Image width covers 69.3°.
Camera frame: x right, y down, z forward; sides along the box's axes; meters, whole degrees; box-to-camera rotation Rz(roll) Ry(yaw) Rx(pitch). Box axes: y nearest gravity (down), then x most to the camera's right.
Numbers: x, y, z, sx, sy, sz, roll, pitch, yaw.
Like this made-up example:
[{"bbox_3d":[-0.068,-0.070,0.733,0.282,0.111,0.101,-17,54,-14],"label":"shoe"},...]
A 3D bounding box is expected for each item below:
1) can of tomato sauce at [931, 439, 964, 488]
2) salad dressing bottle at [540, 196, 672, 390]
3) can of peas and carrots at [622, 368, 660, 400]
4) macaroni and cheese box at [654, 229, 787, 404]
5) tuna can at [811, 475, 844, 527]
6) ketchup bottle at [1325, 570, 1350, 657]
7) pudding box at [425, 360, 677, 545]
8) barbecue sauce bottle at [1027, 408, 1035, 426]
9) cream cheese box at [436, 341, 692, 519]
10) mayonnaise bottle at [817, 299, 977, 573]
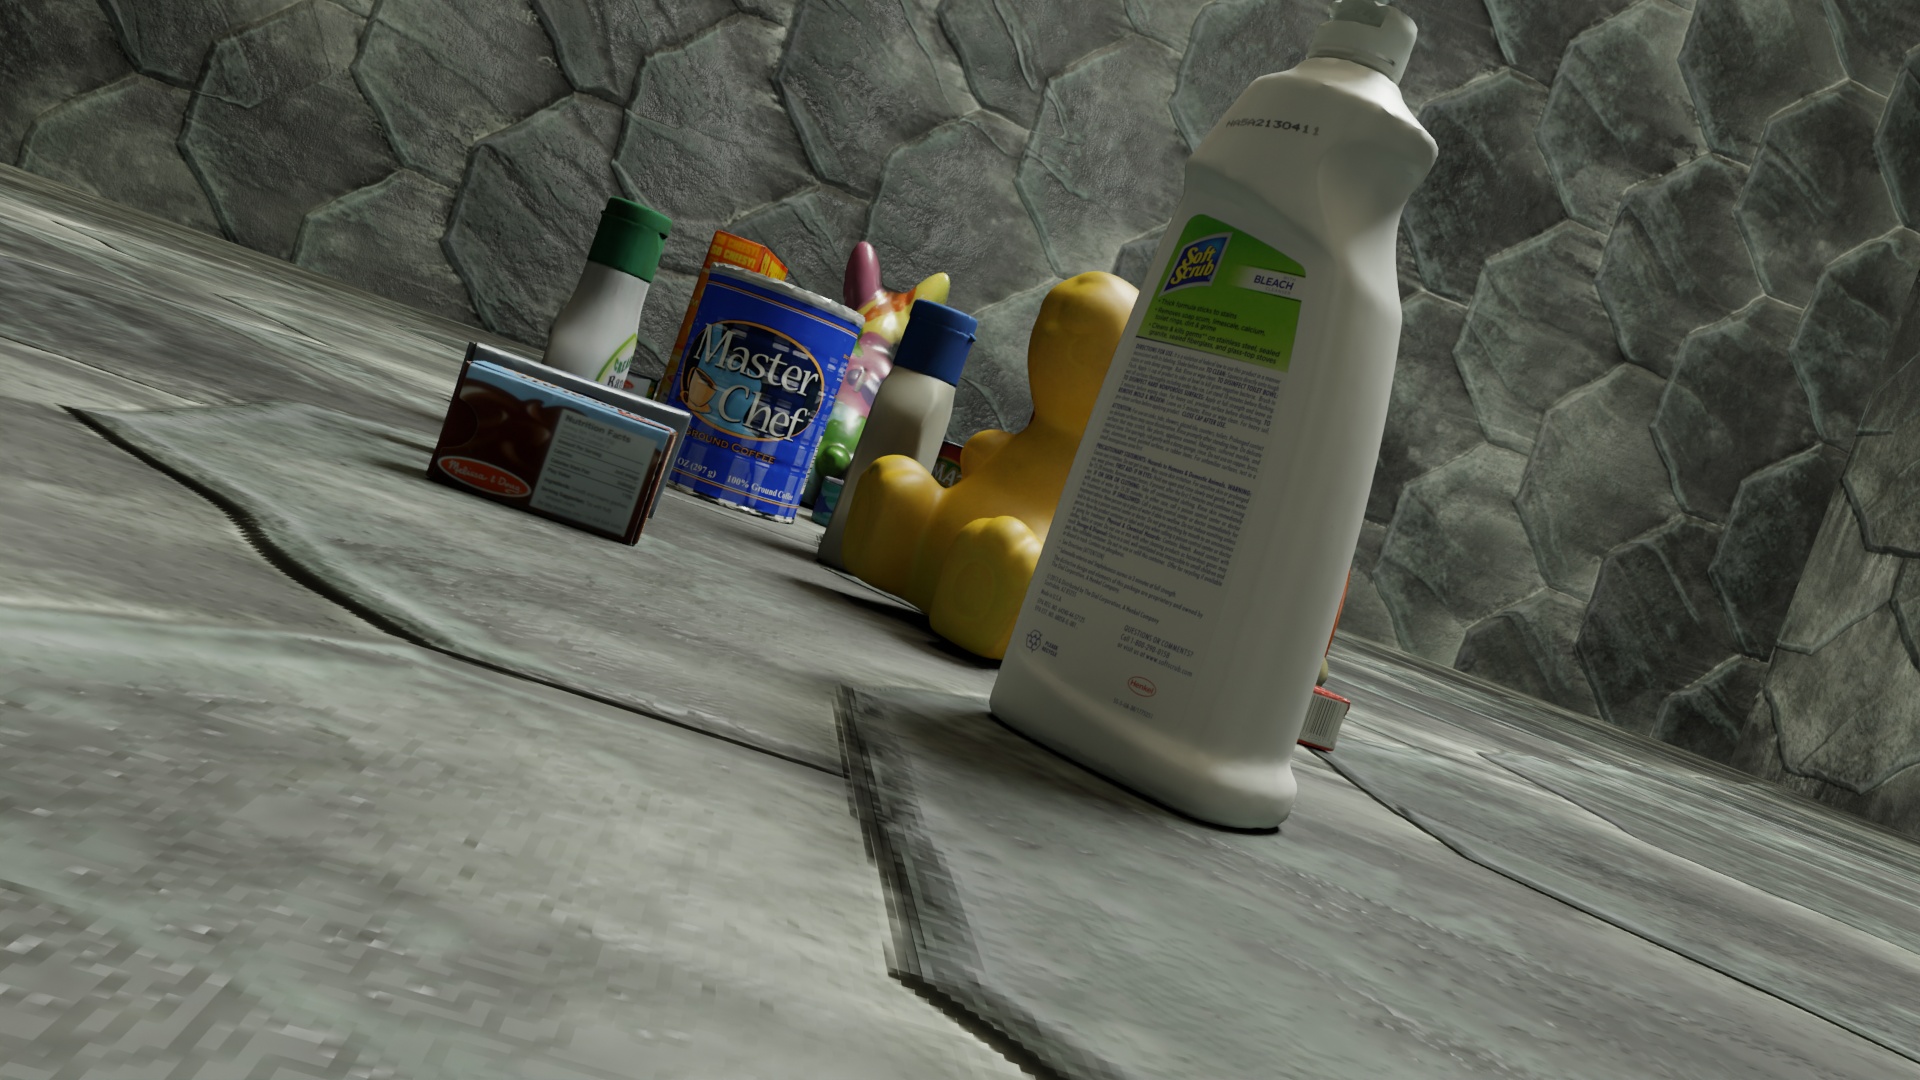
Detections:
[{"bbox_3d":[0.003,-0.010,0.799,0.071,0.083,0.071,19,3,-1],"label":"can of tomato sauce"},{"bbox_3d":[-0.201,-0.114,0.769,0.044,0.147,0.064,20,3,1],"label":"salad dressing bottle"},{"bbox_3d":[-0.244,-0.093,0.938,0.071,0.058,0.071,19,3,-1],"label":"can of peas and carrots"},{"bbox_3d":[-0.175,-0.129,0.990,0.040,0.166,0.124,20,3,-1],"label":"macaroni and cheese box"},{"bbox_3d":[-0.071,-0.020,0.978,0.071,0.033,0.071,19,3,-1],"label":"tuna can"},{"bbox_3d":[0.262,0.032,1.041,0.043,0.148,0.065,18,3,-28],"label":"ketchup bottle"},{"bbox_3d":[-0.160,-0.035,0.551,0.084,0.049,0.030,19,3,-10],"label":"pudding box"},{"bbox_3d":[0.059,-0.049,1.201,0.044,0.148,0.065,18,3,-33],"label":"barbecue sauce bottle"},{"bbox_3d":[-0.183,-0.051,0.643,0.104,0.053,0.024,18,3,-25],"label":"cream cheese box"},{"bbox_3d":[-0.032,-0.053,0.742,0.041,0.148,0.065,20,3,10],"label":"mayonnaise bottle"}]
